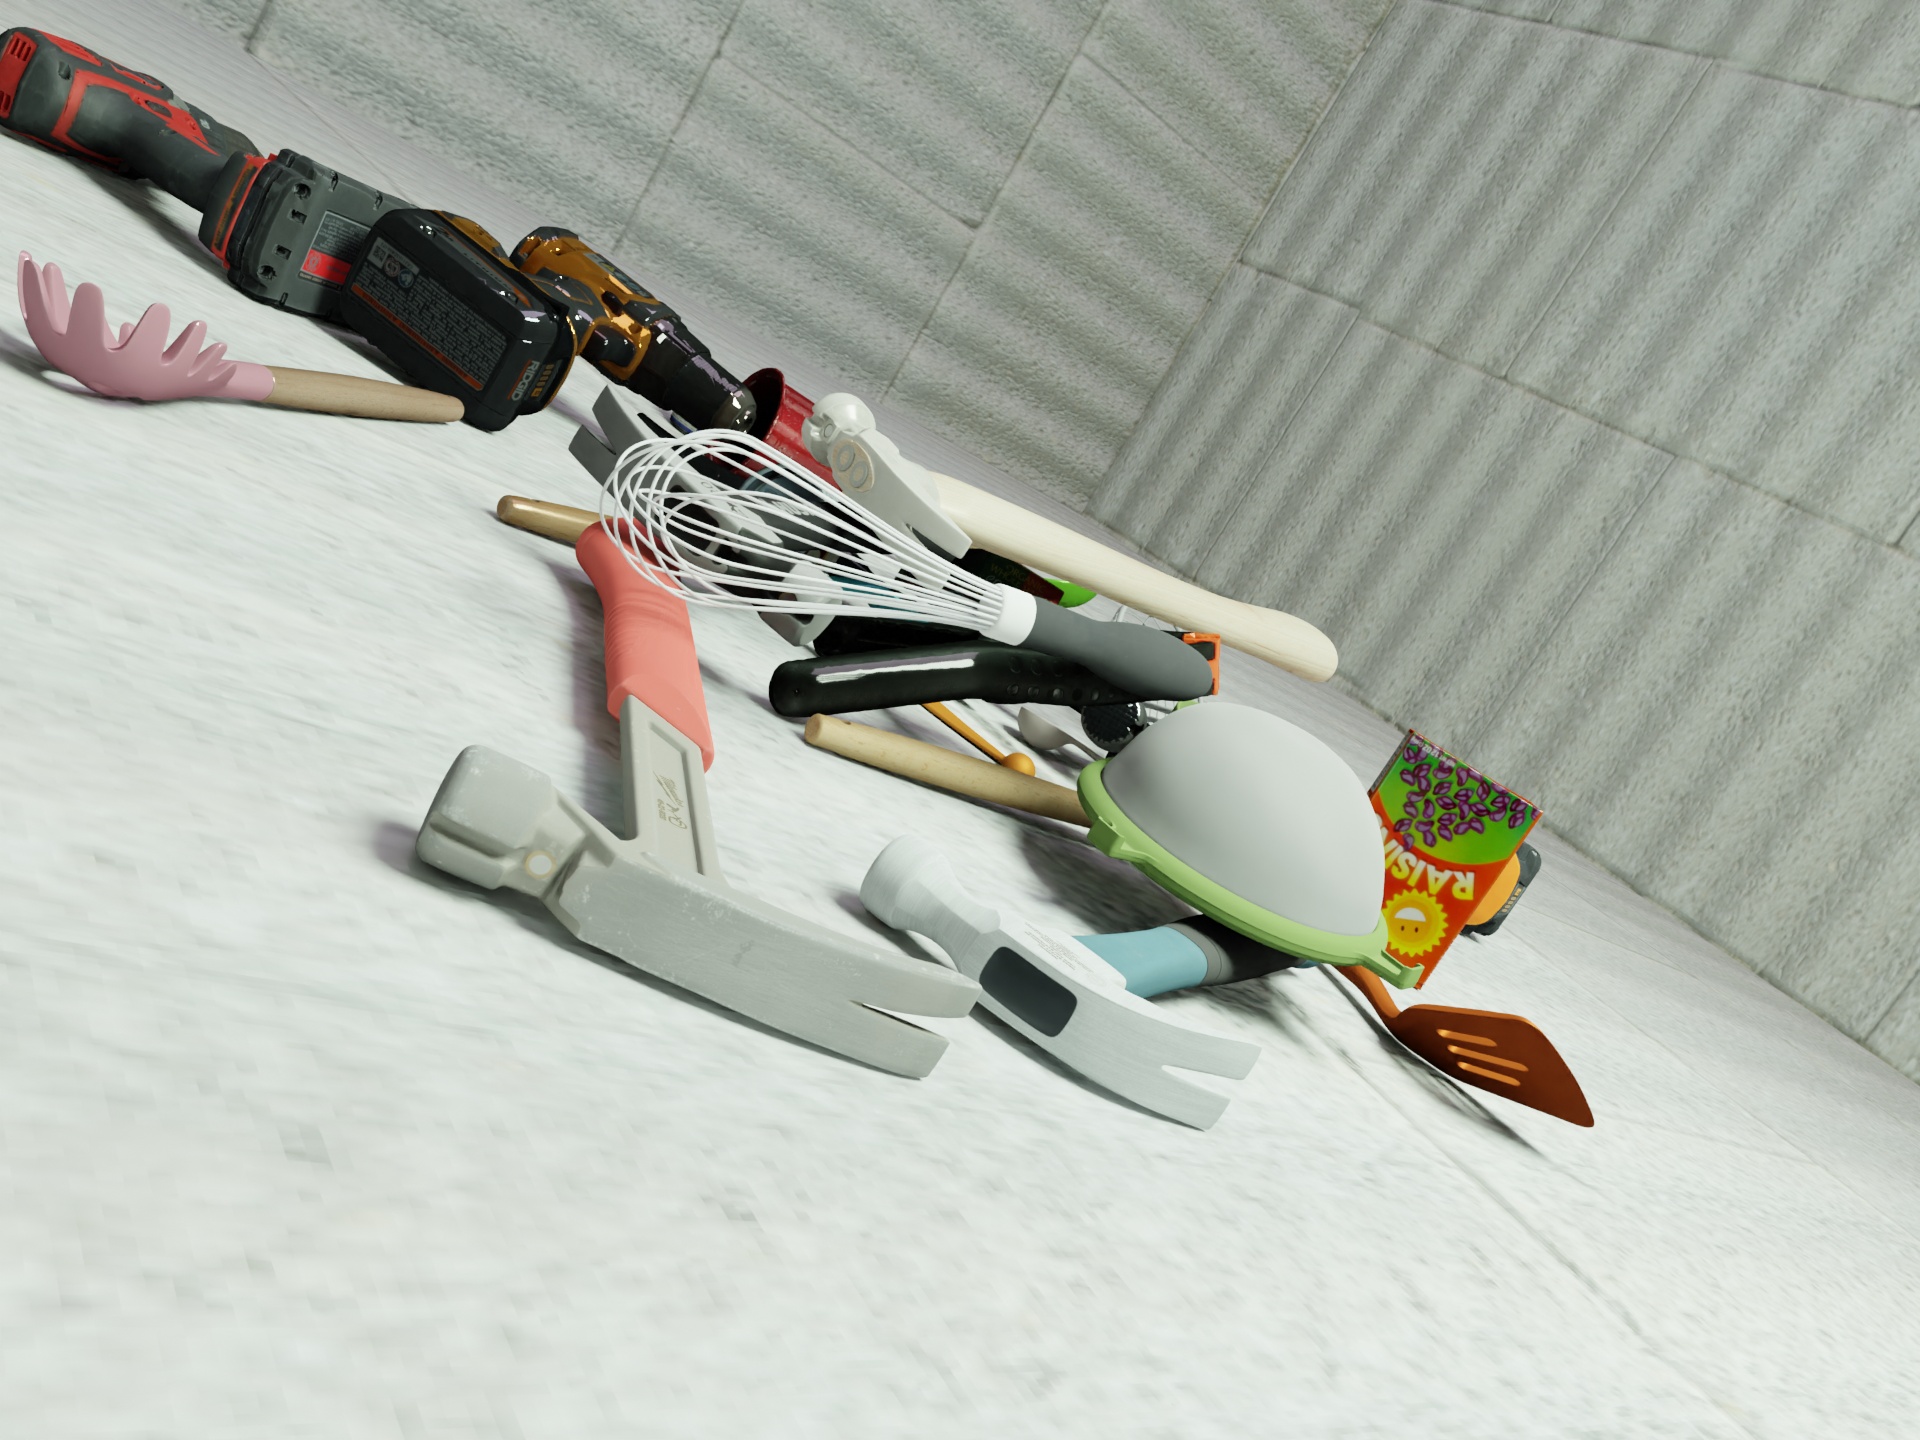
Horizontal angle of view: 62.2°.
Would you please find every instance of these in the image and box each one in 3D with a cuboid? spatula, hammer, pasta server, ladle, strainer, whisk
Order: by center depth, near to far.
[{"bbox_3d":[-0.098,-0.006,0.555,0.149,0.036,0.359,27,12,-21],"label":"hammer"},{"bbox_3d":[0.089,0.092,0.633,0.128,0.033,0.330,36,12,24],"label":"hammer"},{"bbox_3d":[-0.008,-0.052,0.641,0.284,0.070,0.070,16,17,-29],"label":"whisk"},{"bbox_3d":[-0.284,-0.150,0.681,0.060,0.040,0.316,21,9,4],"label":"pasta server"},{"bbox_3d":[0.132,0.019,0.738,0.151,0.069,0.256,25,18,-7],"label":"strainer"},{"bbox_3d":[0.058,0.031,0.767,0.320,0.062,0.078,18,8,-40],"label":"ladle"},{"bbox_3d":[-0.070,-0.103,0.816,0.146,0.035,0.335,39,15,9],"label":"hammer"},{"bbox_3d":[0.199,0.110,0.830,0.081,0.041,0.323,53,-2,-30],"label":"spatula"},{"bbox_3d":[-0.104,-0.066,0.833,0.317,0.044,0.082,11,15,-47],"label":"spatula"},{"bbox_3d":[0.098,-0.076,0.914,0.410,0.038,0.146,16,27,-42],"label":"hammer"},{"bbox_3d":[-0.053,-0.087,0.999,0.409,0.036,0.149,32,-1,16],"label":"hammer"}]

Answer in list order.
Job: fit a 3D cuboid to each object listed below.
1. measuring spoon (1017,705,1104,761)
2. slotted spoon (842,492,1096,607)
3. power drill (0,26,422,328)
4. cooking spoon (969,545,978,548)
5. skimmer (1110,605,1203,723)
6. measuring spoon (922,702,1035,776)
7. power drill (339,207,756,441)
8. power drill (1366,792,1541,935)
[{"bbox_3d":[0.080,0.029,0.944,0.124,0.018,0.034,34,0,-26],"label":"measuring spoon"},{"bbox_3d":[-0.035,-0.151,1.286,0.313,0.031,0.070,21,0,-7],"label":"slotted spoon"},{"bbox_3d":[-0.424,-0.314,0.933,0.227,0.080,0.188,31,10,13],"label":"power drill"},{"bbox_3d":[0.036,-0.106,1.234,0.069,0.017,0.318,36,-2,30],"label":"cooking spoon"},{"bbox_3d":[0.160,-0.012,0.995,0.363,0.090,0.127,-146,-145,-78],"label":"skimmer"},{"bbox_3d":[-0.001,-0.003,0.858,0.117,0.011,0.021,38,13,31],"label":"measuring spoon"},{"bbox_3d":[-0.233,-0.227,0.955,0.185,0.084,0.226,38,21,5],"label":"power drill"},{"bbox_3d":[0.324,0.097,1.130,0.226,0.084,0.164,12,23,-49],"label":"power drill"}]
